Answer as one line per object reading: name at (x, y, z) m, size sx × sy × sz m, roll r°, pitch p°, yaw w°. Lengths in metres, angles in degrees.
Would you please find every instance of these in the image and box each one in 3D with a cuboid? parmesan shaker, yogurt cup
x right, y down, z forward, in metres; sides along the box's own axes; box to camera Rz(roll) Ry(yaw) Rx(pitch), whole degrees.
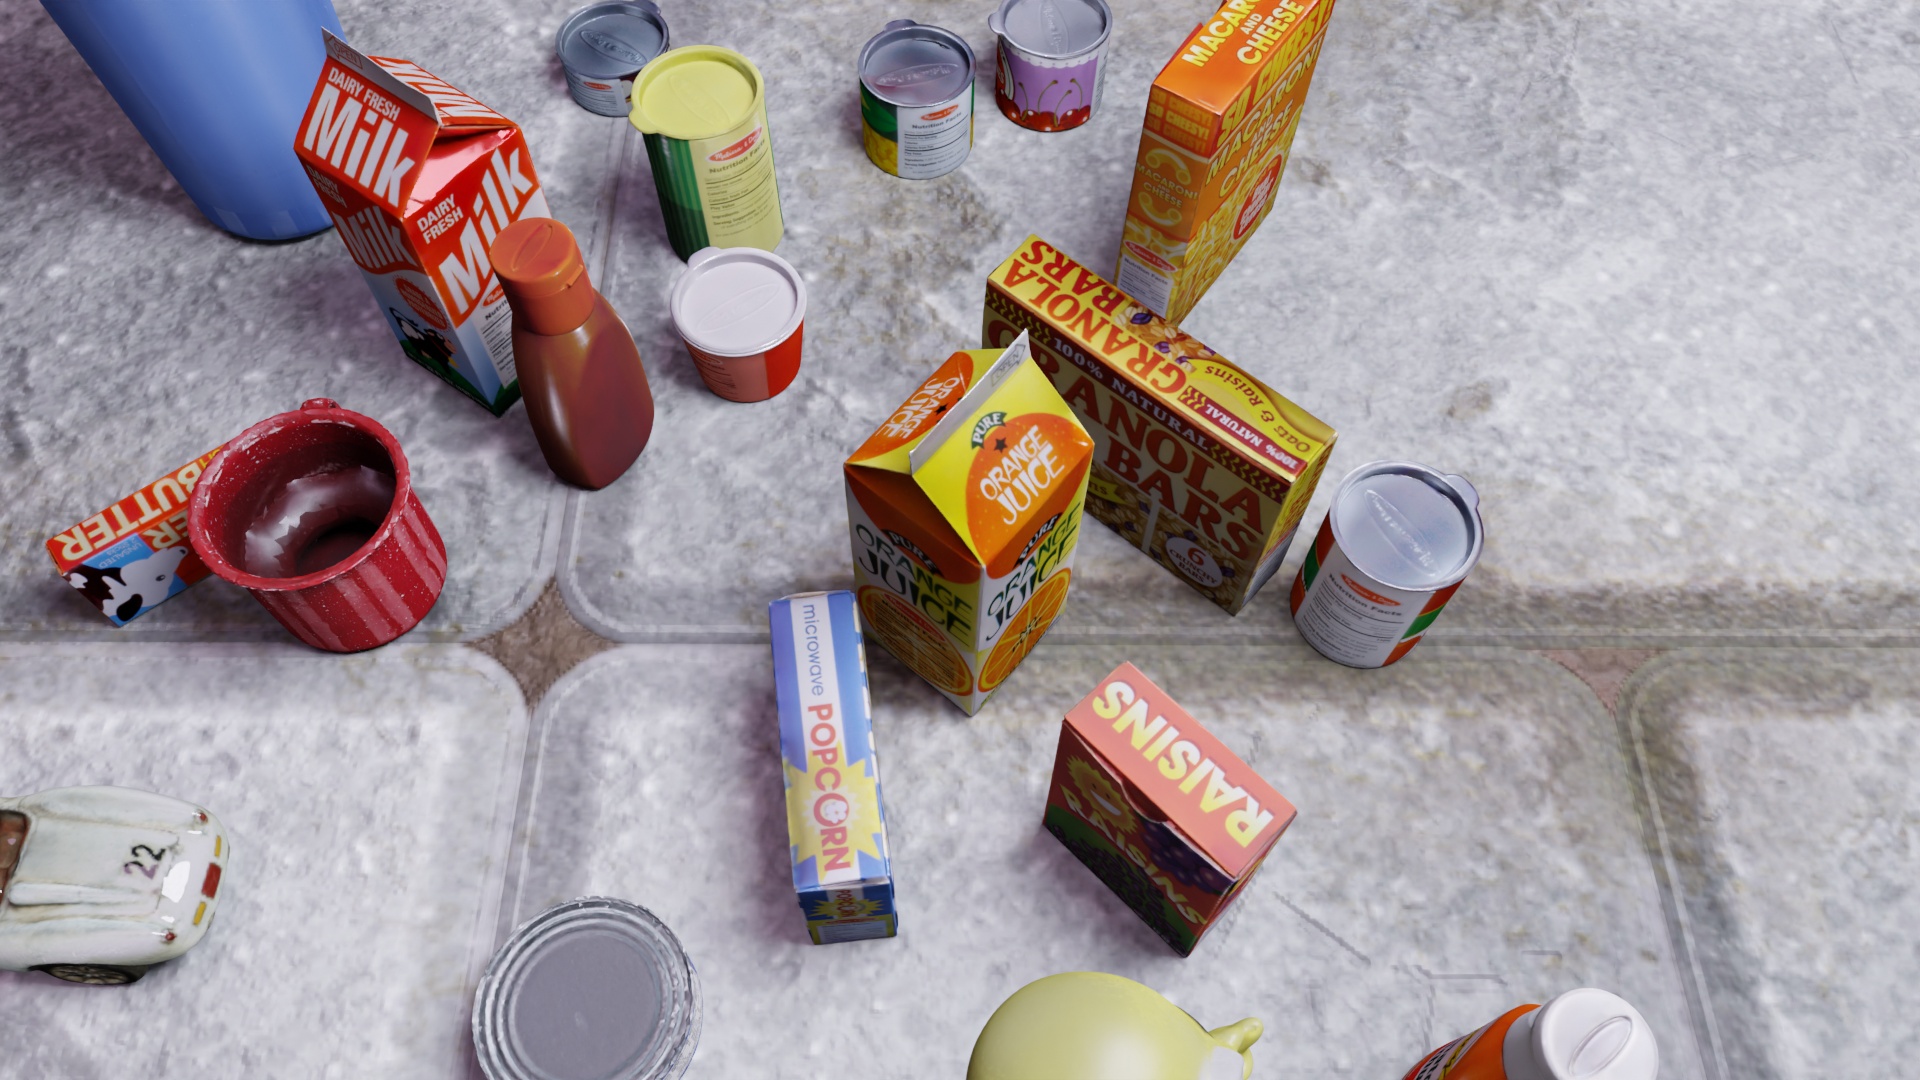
parmesan shaker at (-0.135, -0.199, 0.739) m, size 0.071 × 0.102 × 0.071 m, roll 1°, pitch 60°, yaw -1°
yogurt cup at (-0.111, -0.108, 0.715) m, size 0.072 × 0.053 × 0.073 m, roll 1°, pitch 60°, yaw -1°

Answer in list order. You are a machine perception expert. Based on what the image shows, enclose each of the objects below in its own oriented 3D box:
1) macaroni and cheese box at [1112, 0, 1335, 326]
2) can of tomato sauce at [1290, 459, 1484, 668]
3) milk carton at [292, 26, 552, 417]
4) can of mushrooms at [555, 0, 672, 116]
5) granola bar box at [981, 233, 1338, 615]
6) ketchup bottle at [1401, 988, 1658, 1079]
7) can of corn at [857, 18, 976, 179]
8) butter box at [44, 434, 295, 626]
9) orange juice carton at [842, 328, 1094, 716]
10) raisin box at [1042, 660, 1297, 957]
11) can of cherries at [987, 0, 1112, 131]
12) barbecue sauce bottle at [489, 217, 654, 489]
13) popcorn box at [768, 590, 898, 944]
macaroni and cheese box at (0.131, -0.197, 0.707) m, size 0.040 × 0.165 × 0.124 m, roll 32°, pitch 65°, yaw 16°
can of tomato sauce at (0.194, 0.011, 0.637) m, size 0.071 × 0.082 × 0.071 m, roll 1°, pitch 60°, yaw -1°
milk carton at (-0.245, -0.152, 0.659) m, size 0.072 × 0.189 × 0.074 m, roll 33°, pitch 65°, yaw 16°
can of mushrooms at (-0.203, -0.289, 0.829) m, size 0.071 × 0.033 × 0.071 m, roll 1°, pitch 60°, yaw -1°
granola bar box at (0.082, -0.050, 0.646) m, size 0.166 × 0.123 × 0.039 m, roll 37°, pitch 66°, yaw 18°
ketchup bottle at (0.198, 0.194, 0.494) m, size 0.065 × 0.148 × 0.043 m, roll -34°, pitch 66°, yaw -18°
can of corn at (-0.025, -0.253, 0.798) m, size 0.071 × 0.058 × 0.071 m, roll 1°, pitch 60°, yaw -1°
butter box at (-0.362, -0.007, 0.652) m, size 0.104 × 0.053 × 0.024 m, roll -35°, pitch 67°, yaw -19°
orange juice carton at (0.002, -0.007, 0.580) m, size 0.073 × 0.191 × 0.072 m, roll 36°, pitch 66°, yaw 17°
raisin box at (0.078, 0.110, 0.554) m, size 0.040 × 0.122 × 0.086 m, roll -40°, pitch 68°, yaw -21°
can of cherries at (0.051, -0.285, 0.818) m, size 0.071 × 0.058 × 0.072 m, roll 1°, pitch 60°, yaw -1°
barbecue sauce bottle at (-0.181, -0.087, 0.647) m, size 0.044 × 0.147 × 0.065 m, roll 21°, pitch 62°, yaw 10°
popcorn box at (-0.053, 0.095, 0.582) m, size 0.038 × 0.084 × 0.127 m, roll -7°, pitch 61°, yaw -5°
